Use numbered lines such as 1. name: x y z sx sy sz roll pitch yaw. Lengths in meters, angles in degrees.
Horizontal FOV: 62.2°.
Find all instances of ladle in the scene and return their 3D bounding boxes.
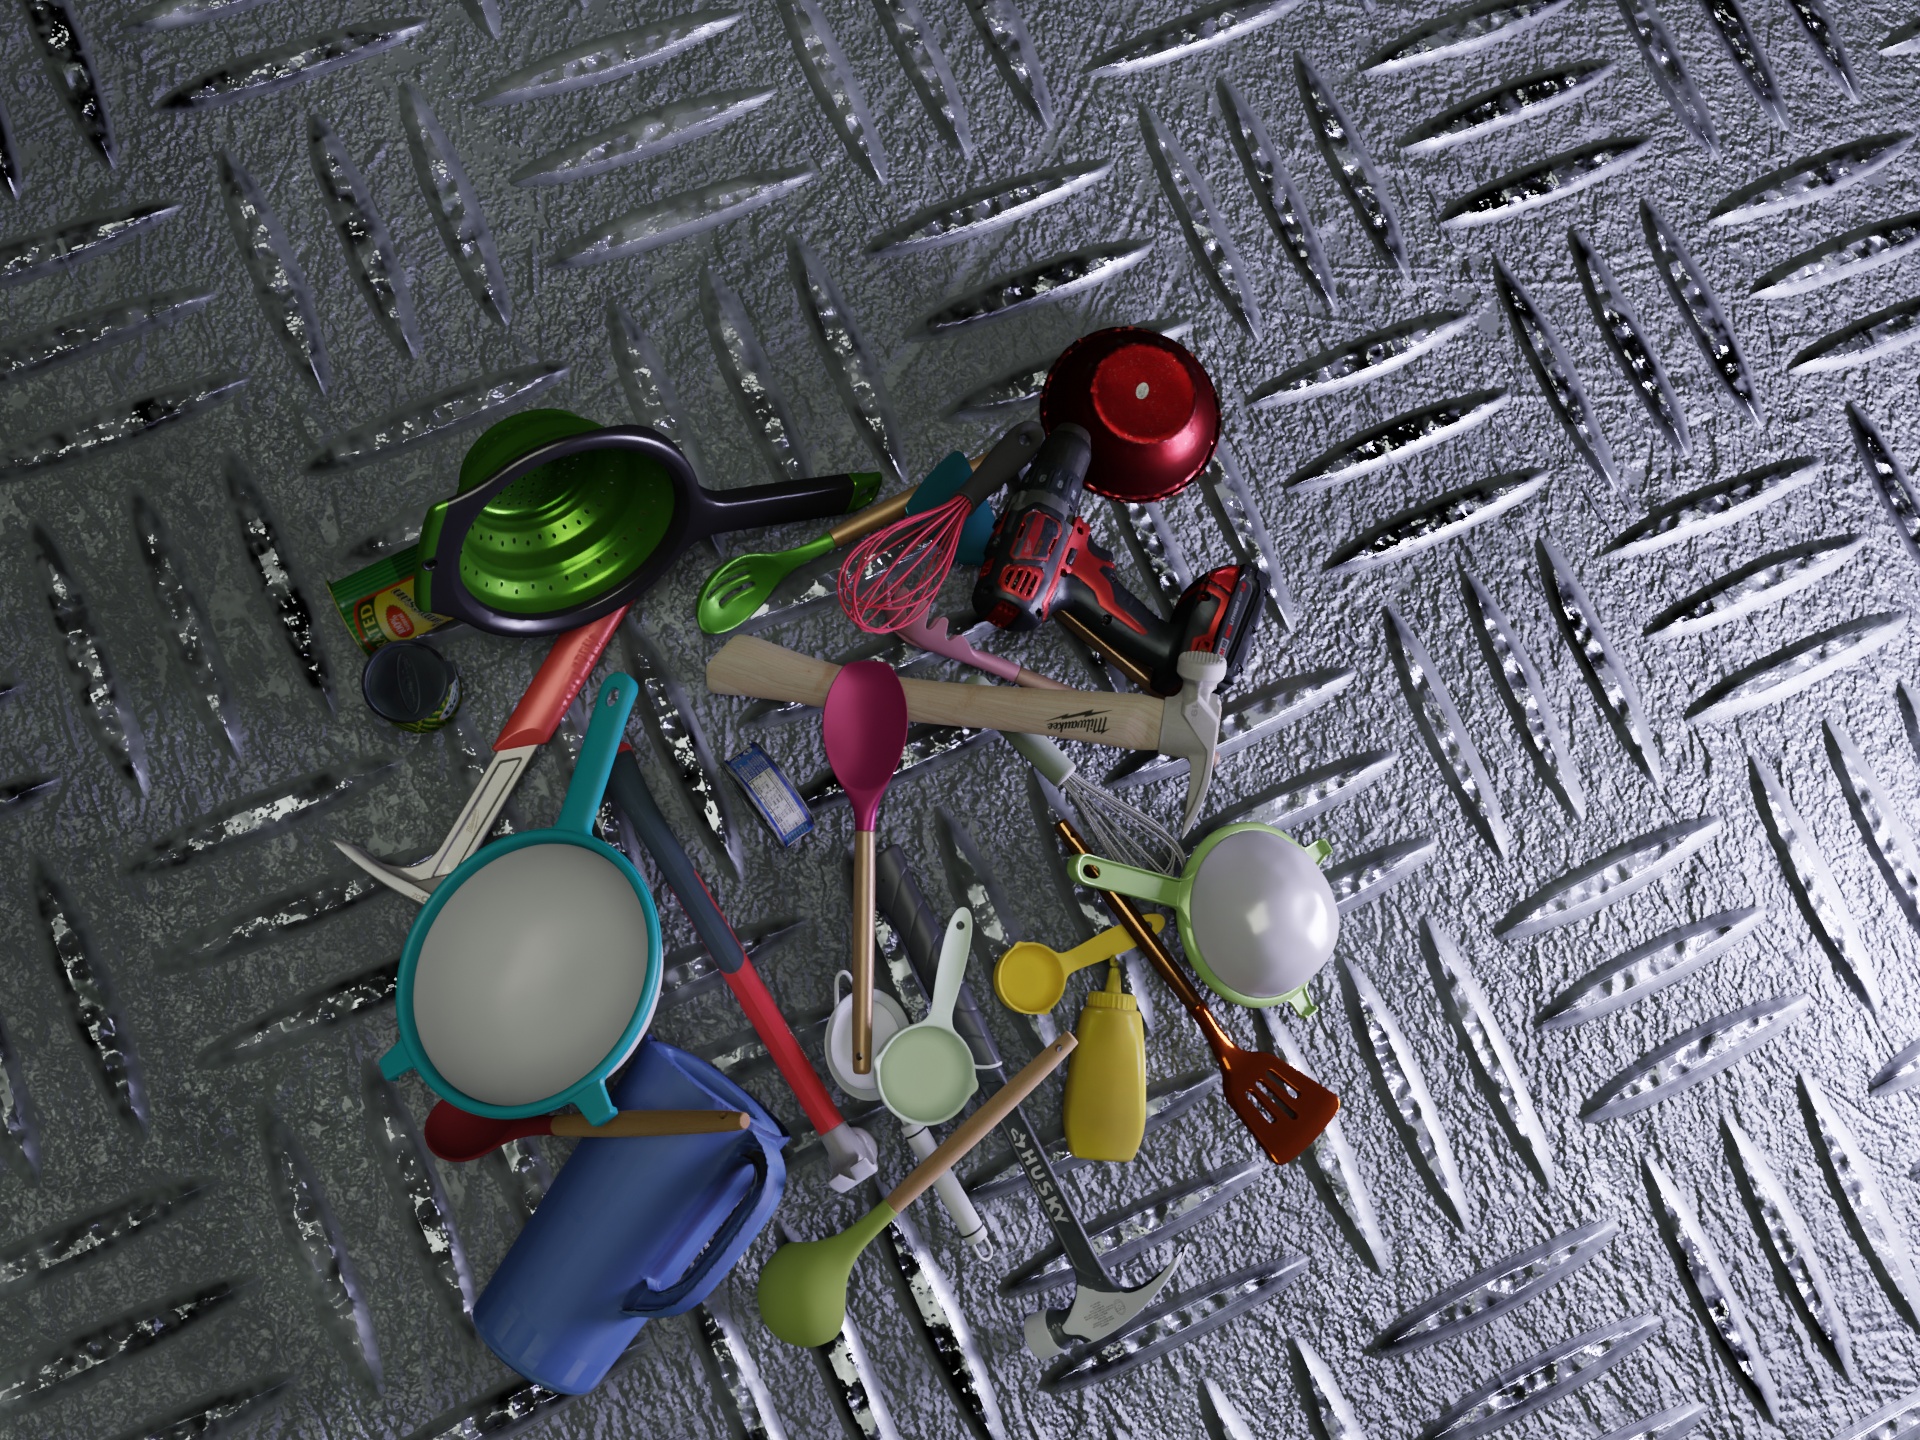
1. ladle: -0.029 0.351 1.210 0.320 0.062 0.078 -43 67 -2
2. ladle: -0.271 0.288 1.142 0.031 0.315 0.069 54 41 -33

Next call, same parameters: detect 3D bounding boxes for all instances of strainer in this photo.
1. strainer: -0.287 0.134 1.200 0.211 0.095 0.340 6 69 19
2. strainer: 0.206 0.140 1.250 0.256 0.069 0.151 17 74 -25
3. strainer: -0.043 0.314 1.251 0.087 0.050 0.258 -30 91 -42

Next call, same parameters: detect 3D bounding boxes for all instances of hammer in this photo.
1. hammer: -0.177 0.183 1.216 0.038 0.143 0.386 -32 81 -6
2. hammer: 0.030 0.284 1.245 0.149 0.036 0.409 -32 79 21
3. hammer: -0.002 -0.004 1.270 0.410 0.038 0.146 7 107 8
4. hammer: -0.341 -0.016 1.268 0.149 0.036 0.359 29 78 -7

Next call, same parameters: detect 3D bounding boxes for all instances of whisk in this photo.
1. whisk: -0.008 -0.162 1.267 0.073 0.073 0.296 39 51 1
2. whisk: 0.093 0.051 1.310 0.246 0.057 0.059 44 45 5

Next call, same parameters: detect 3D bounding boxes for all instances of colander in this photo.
1. colander: -0.242 -0.181 1.237 0.397 0.204 0.095 -15 57 -36

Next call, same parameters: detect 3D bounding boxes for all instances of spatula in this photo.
1. spatula: 0.090 -0.095 1.330 0.317 0.044 0.082 39 61 -1
2. spatula: 0.180 0.209 1.286 0.081 0.041 0.322 -37 90 -24

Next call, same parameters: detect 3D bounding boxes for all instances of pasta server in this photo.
1. pasta server: 0.075 -0.035 1.321 0.316 0.060 0.040 23 91 -6

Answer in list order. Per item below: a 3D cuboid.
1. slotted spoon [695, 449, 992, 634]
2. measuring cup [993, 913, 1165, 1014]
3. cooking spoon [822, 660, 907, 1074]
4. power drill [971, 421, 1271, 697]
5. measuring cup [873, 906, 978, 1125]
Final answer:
1. slotted spoon: -0.085 -0.160 1.322 0.314 0.070 0.031 -29 56 -15
2. measuring cup: 0.097 0.192 1.299 0.156 0.029 0.062 -20 85 -21
3. cooking spoon: -0.075 0.112 1.232 0.069 0.017 0.319 -1 83 10
4. power drill: 0.135 -0.128 1.305 0.226 0.080 0.188 25 67 -9
5. measuring cup: -0.019 0.227 1.228 0.083 0.038 0.168 16 77 -10
